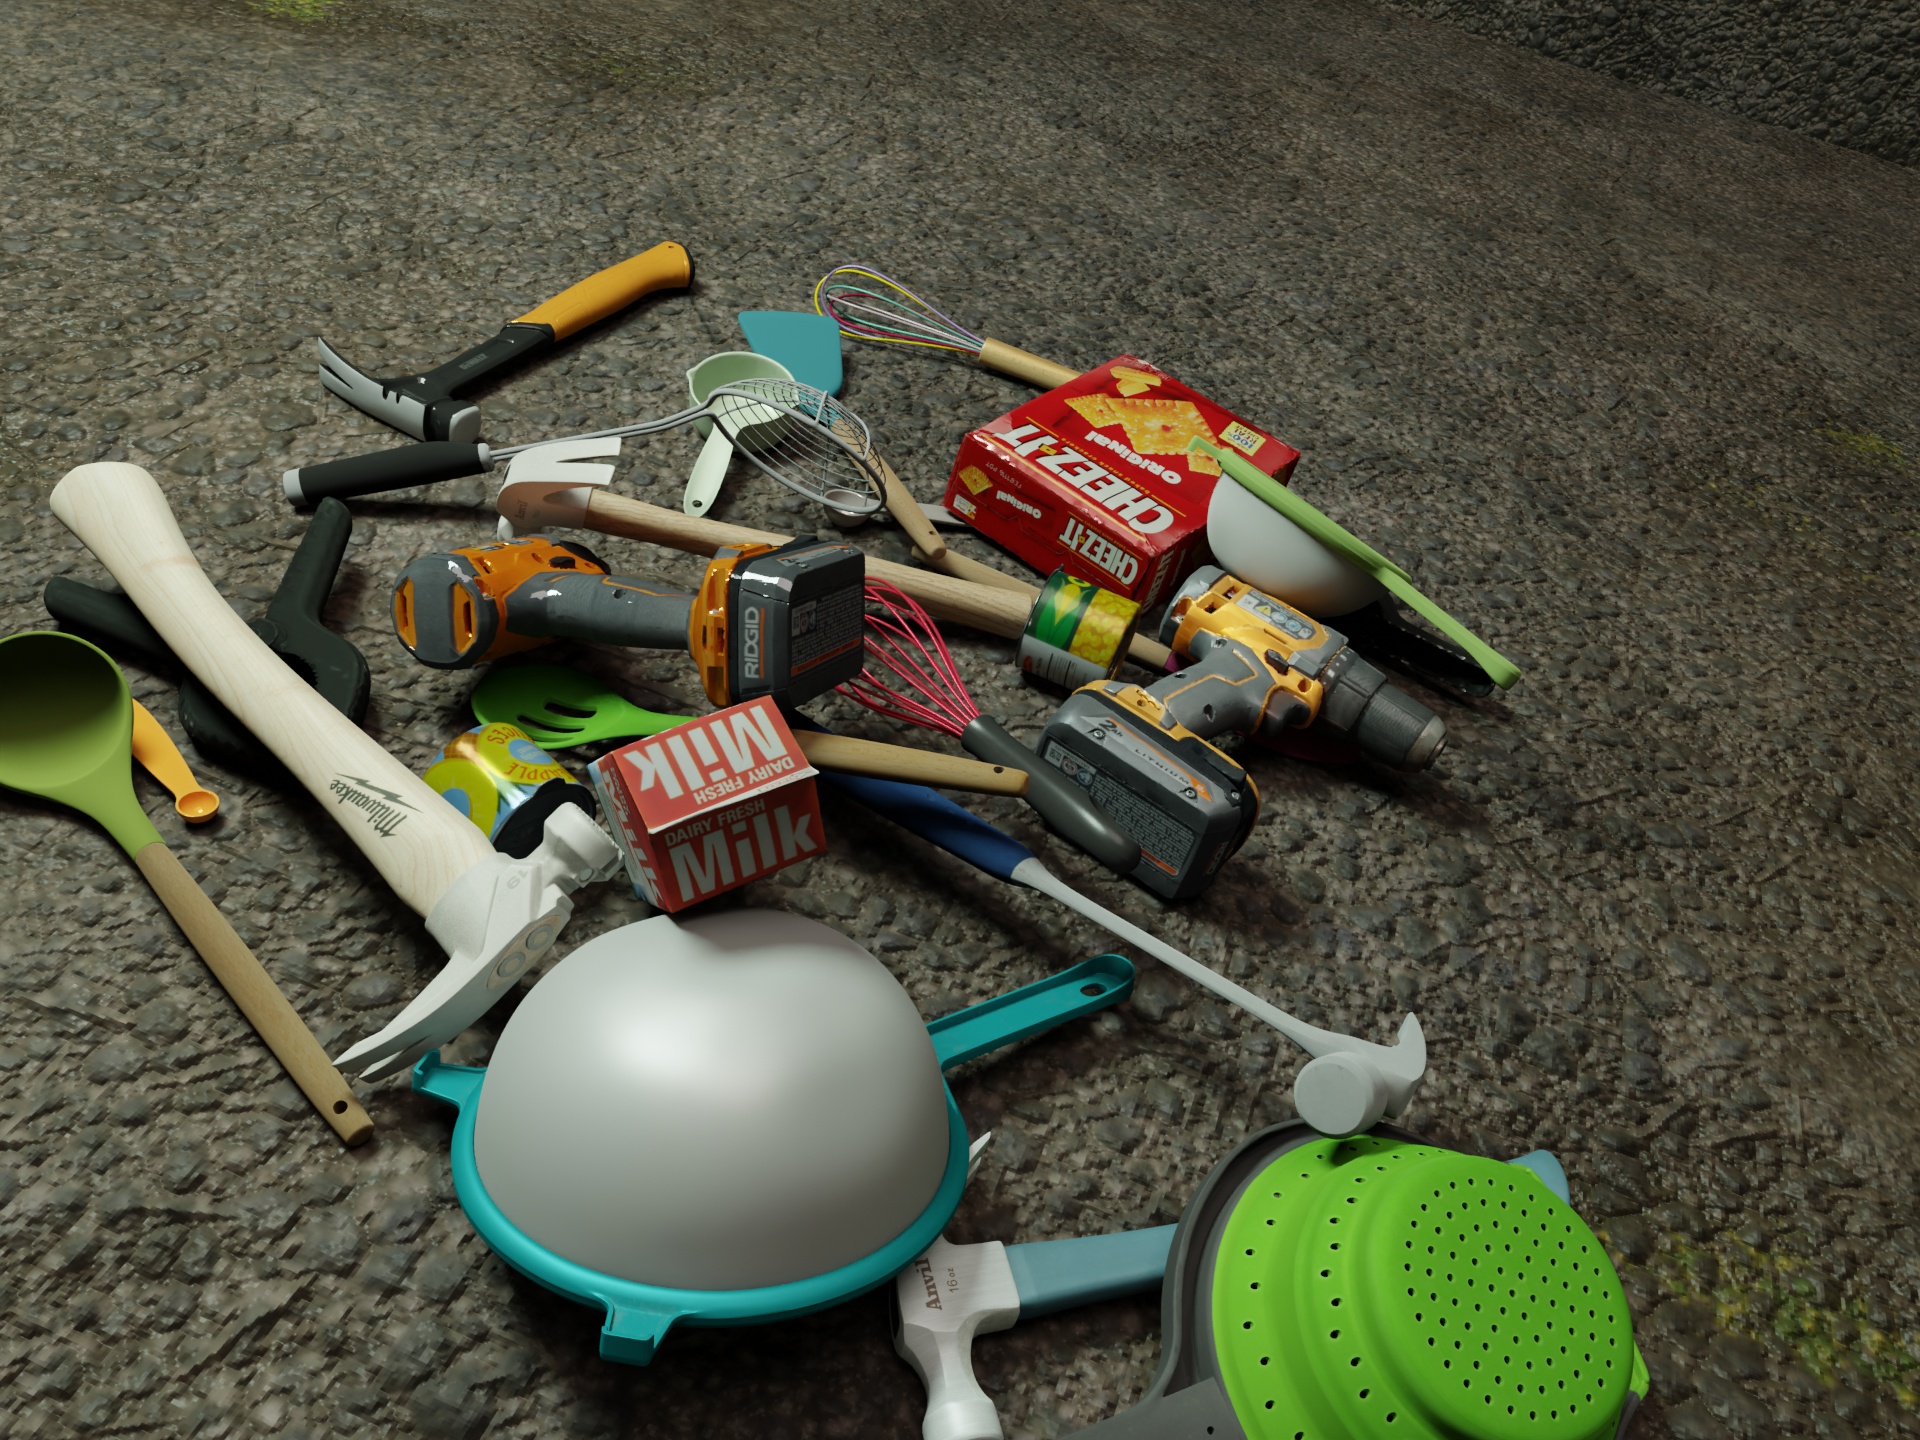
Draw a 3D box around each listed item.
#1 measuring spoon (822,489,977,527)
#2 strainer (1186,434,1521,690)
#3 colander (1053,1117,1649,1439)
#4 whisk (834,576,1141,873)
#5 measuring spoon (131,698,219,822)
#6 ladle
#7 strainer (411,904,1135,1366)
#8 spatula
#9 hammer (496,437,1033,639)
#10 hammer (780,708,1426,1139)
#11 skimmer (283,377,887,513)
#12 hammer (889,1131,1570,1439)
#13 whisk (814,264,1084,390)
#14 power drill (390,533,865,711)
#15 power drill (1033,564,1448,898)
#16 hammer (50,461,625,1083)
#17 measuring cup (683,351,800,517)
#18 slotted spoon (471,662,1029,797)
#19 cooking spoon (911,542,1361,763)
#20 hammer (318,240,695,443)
[{"bbox_3d":[-0.037,-0.139,1.099,0.124,0.018,0.034,4,37,-23],"label":"measuring spoon"},{"bbox_3d":[0.240,-0.078,1.002,0.151,0.069,0.257,20,22,-46],"label":"strainer"},{"bbox_3d":[0.118,0.249,0.585,0.397,0.094,0.205,-9,59,-26],"label":"colander"},{"bbox_3d":[-0.001,-0.003,0.876,0.073,0.073,0.296,-18,40,-33],"label":"whisk"},{"bbox_3d":[-0.407,0.019,0.804,0.021,0.011,0.117,-25,50,-39],"label":"measuring spoon"},{"bbox_3d":[-0.359,0.071,0.720,0.078,0.062,0.320,-38,63,-23],"label":"ladle"},{"bbox_3d":[-0.047,0.124,0.684,0.340,0.095,0.211,-13,29,-36],"label":"strainer"},{"bbox_3d":[-0.076,-0.207,1.127,0.082,0.044,0.318,-3,37,-27],"label":"spatula"},{"bbox_3d":[-0.113,-0.102,0.972,0.331,0.130,0.031,13,68,-14],"label":"hammer"},{"bbox_3d":[0.044,0.082,0.796,0.406,0.035,0.144,28,11,30],"label":"hammer"},{"bbox_3d":[-0.231,-0.148,0.994,0.363,0.127,0.090,-11,78,-7],"label":"skimmer"},{"bbox_3d":[0.127,0.230,0.696,0.331,0.033,0.128,-2,43,-20],"label":"hammer"},{"bbox_3d":[-0.003,-0.303,1.285,0.245,0.051,0.047,21,61,2],"label":"whisk"},{"bbox_3d":[-0.170,-0.064,0.876,0.226,0.084,0.164,6,15,17],"label":"power drill"},{"bbox_3d":[0.167,0.009,0.922,0.185,0.084,0.226,33,44,18],"label":"power drill"},{"bbox_3d":[-0.342,-0.004,0.773,0.411,0.038,0.146,38,76,26],"label":"hammer"},{"bbox_3d":[-0.164,-0.189,1.107,0.083,0.038,0.168,14,53,-1],"label":"measuring cup"},{"bbox_3d":[-0.114,0.011,0.826,0.314,0.031,0.070,8,37,19],"label":"slotted spoon"},{"bbox_3d":[0.111,-0.049,1.029,0.319,0.017,0.069,25,40,11],"label":"cooking spoon"},{"bbox_3d":[-0.313,-0.297,1.183,0.127,0.034,0.337,27,41,13],"label":"hammer"}]
